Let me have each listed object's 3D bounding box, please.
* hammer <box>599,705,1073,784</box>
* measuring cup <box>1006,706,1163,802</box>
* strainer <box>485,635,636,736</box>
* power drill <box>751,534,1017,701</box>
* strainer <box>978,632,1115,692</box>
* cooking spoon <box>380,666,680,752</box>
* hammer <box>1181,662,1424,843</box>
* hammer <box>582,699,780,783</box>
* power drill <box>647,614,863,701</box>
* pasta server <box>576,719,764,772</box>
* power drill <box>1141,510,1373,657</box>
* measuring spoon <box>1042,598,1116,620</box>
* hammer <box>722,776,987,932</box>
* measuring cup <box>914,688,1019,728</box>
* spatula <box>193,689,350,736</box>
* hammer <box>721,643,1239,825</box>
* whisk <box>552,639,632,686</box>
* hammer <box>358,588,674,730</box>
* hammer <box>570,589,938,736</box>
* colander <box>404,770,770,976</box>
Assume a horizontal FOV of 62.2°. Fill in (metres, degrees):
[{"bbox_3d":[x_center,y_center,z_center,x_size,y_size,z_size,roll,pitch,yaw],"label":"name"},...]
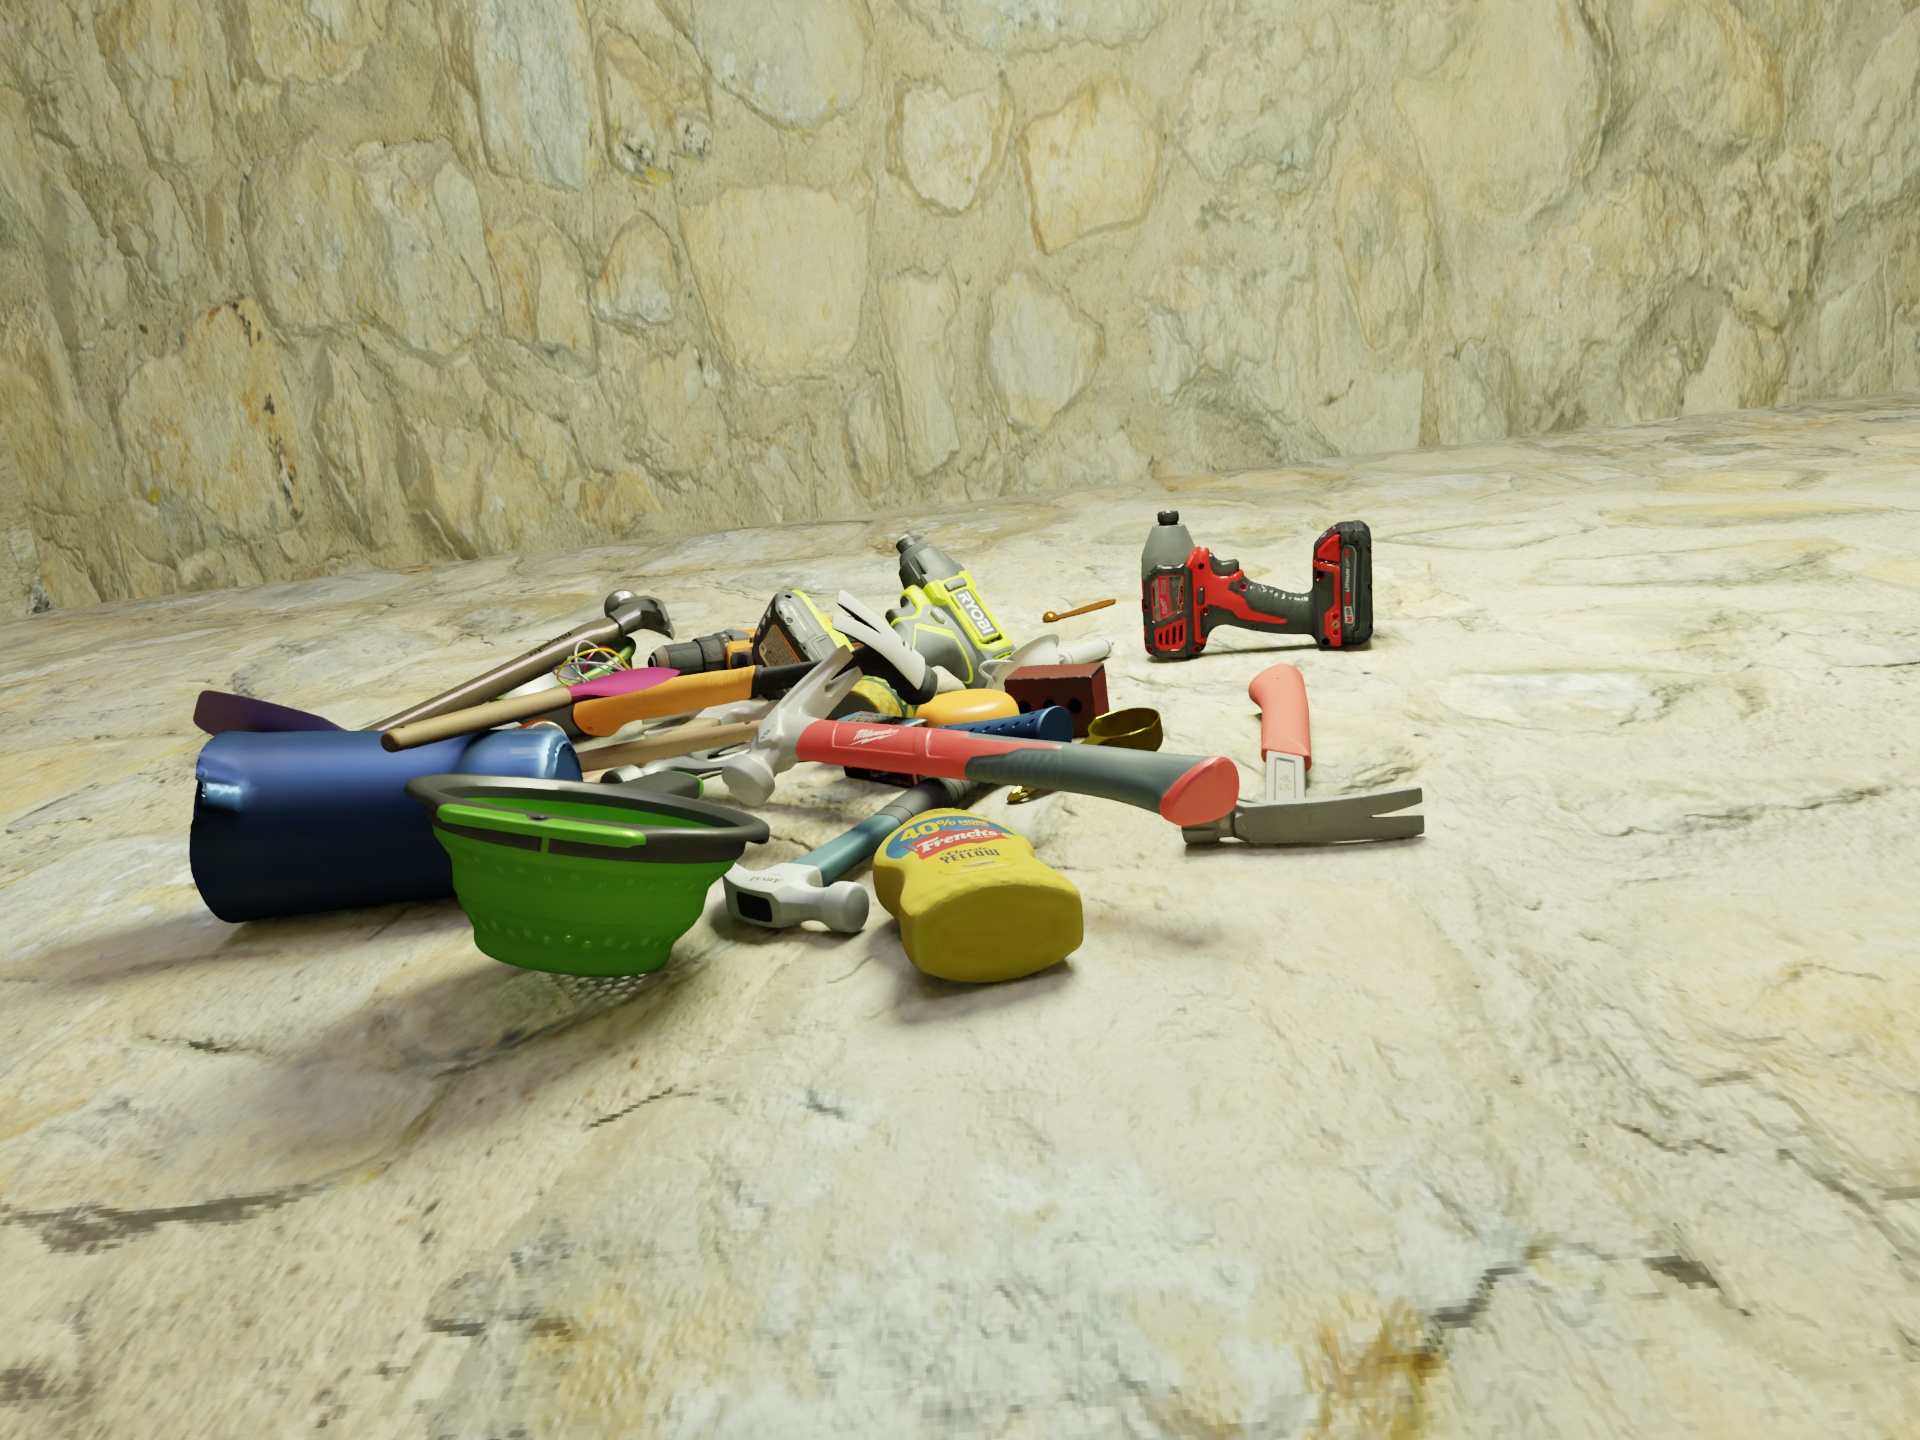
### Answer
[{"bbox_3d":[-0.089,0.023,1.194,0.405,0.035,0.144,-6,10,38],"label":"hammer"},{"bbox_3d":[0.094,0.034,1.200,0.156,0.029,0.062,-31,25,-33],"label":"measuring cup"},{"bbox_3d":[-0.369,-0.043,1.603,0.151,0.069,0.256,-14,18,16],"label":"strainer"},{"bbox_3d":[-0.072,-0.081,1.466,0.223,0.171,0.080,-22,-19,-37],"label":"power drill"},{"bbox_3d":[0.095,-0.054,1.510,0.087,0.050,0.258,-49,-14,27],"label":"strainer"},{"bbox_3d":[-0.298,-0.013,1.134,0.069,0.017,0.319,-5,8,22],"label":"cooking spoon"},{"bbox_3d":[0.245,0.016,1.151,0.149,0.036,0.359,-4,14,13],"label":"hammer"},{"bbox_3d":[-0.282,0.036,1.353,0.130,0.031,0.331,0,16,27],"label":"hammer"},{"bbox_3d":[-0.195,-0.060,1.582,0.185,0.084,0.226,-8,9,-27],"label":"power drill"},{"bbox_3d":[-0.305,0.027,1.244,0.316,0.040,0.060,-10,25,9],"label":"pasta server"},{"bbox_3d":[0.283,-0.135,1.532,0.219,0.143,0.078,-2,12,13],"label":"power drill"},{"bbox_3d":[0.140,-0.133,1.864,0.117,0.011,0.021,-18,17,-37],"label":"measuring spoon"},{"bbox_3d":[-0.043,0.069,1.092,0.128,0.033,0.331,2,16,29],"label":"hammer"},{"bbox_3d":[-0.002,-0.004,1.325,0.095,0.052,0.174,-9,16,-9],"label":"measuring cup"},{"bbox_3d":[-0.397,0.033,1.175,0.315,0.059,0.018,16,45,-22],"label":"spatula"},{"bbox_3d":[0.015,0.013,1.025,0.386,0.038,0.143,5,44,42],"label":"hammer"},{"bbox_3d":[-0.297,-0.033,1.472,0.051,0.047,0.244,29,1,19],"label":"whisk"},{"bbox_3d":[-0.460,-0.018,1.468,0.410,0.038,0.146,-28,22,-21],"label":"hammer"},{"bbox_3d":[-0.190,-0.031,1.290,0.337,0.034,0.127,-10,-33,30],"label":"hammer"},{"bbox_3d":[-0.215,0.089,0.992,0.204,0.094,0.397,8,2,1],"label":"colander"}]
